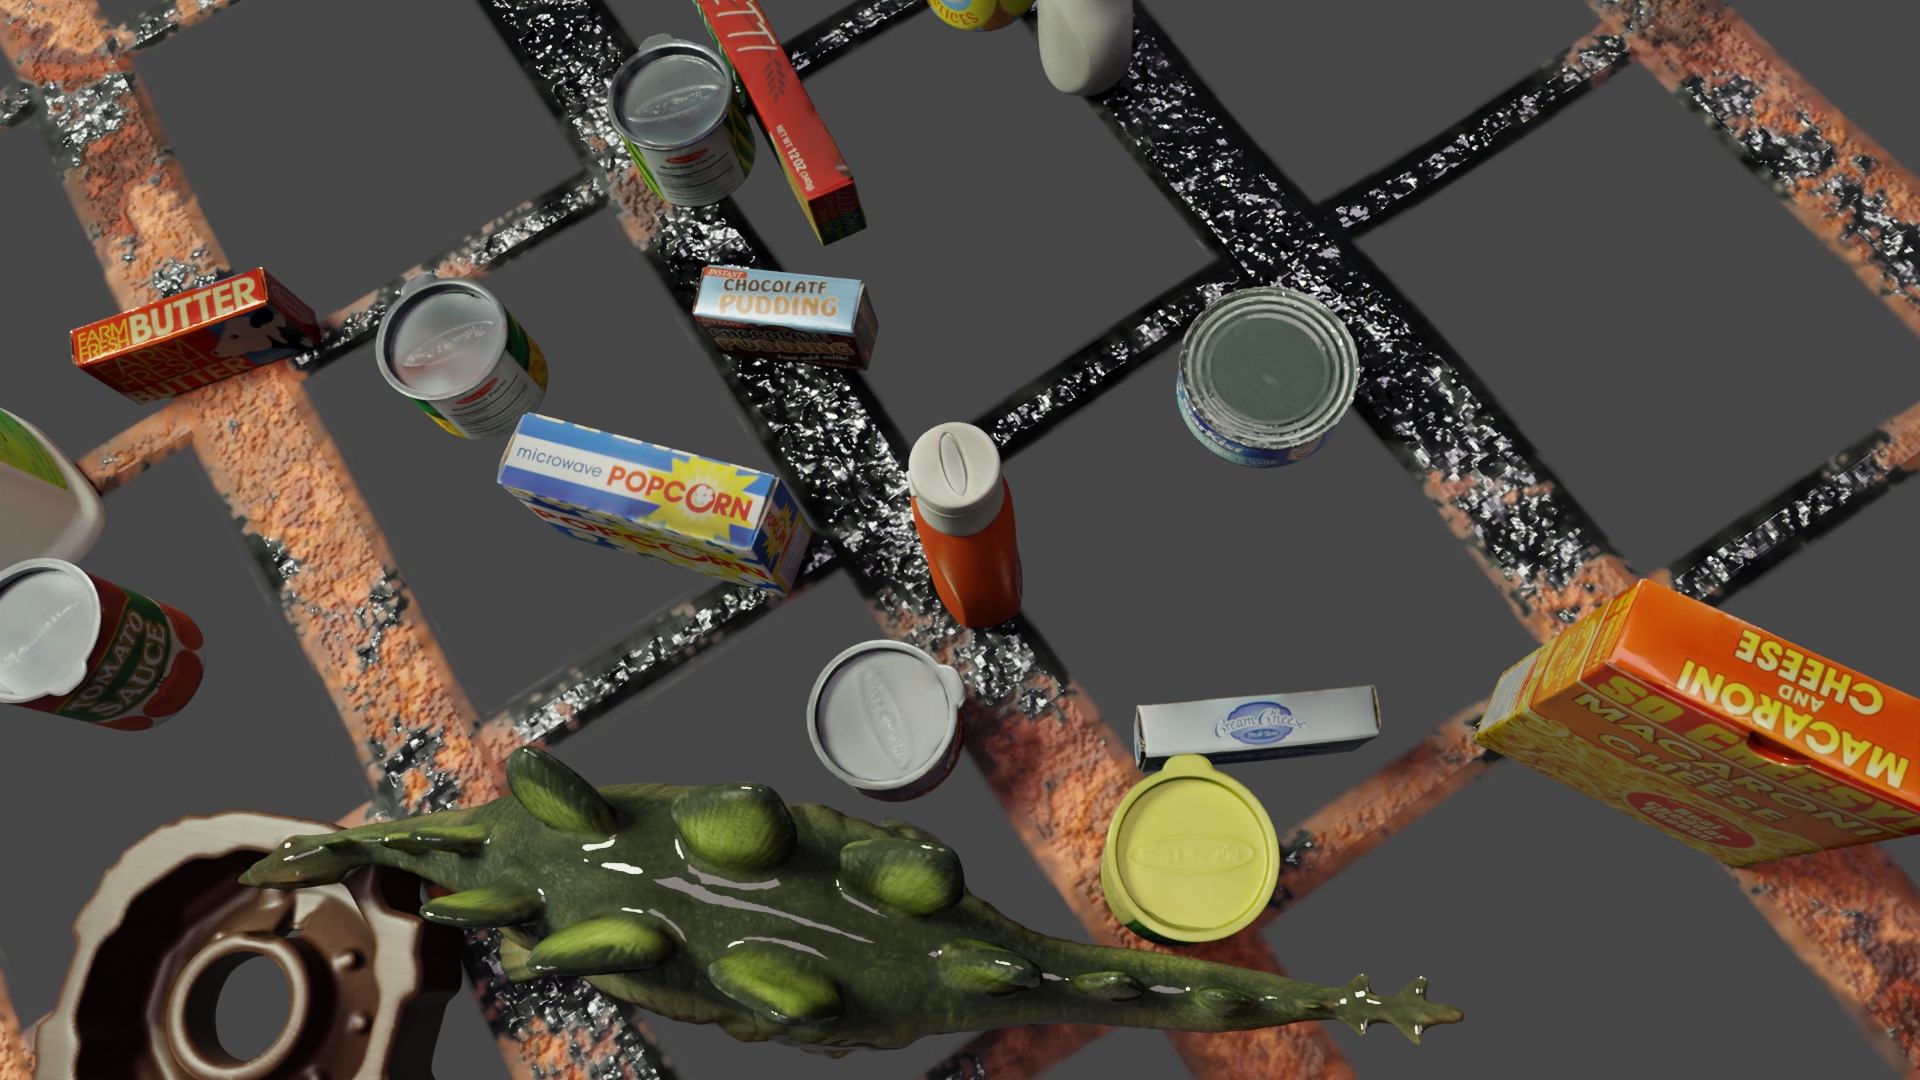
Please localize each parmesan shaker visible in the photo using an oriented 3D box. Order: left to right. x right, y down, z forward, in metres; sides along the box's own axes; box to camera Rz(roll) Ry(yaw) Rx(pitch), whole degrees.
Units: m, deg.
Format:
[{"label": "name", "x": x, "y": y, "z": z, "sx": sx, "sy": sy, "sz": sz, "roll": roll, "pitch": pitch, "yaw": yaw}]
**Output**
[{"label": "parmesan shaker", "x": 0.093, "y": 0.132, "z": 0.583, "sx": 0.071, "sy": 0.103, "sz": 0.071, "roll": -1, "pitch": 73, "yaw": 4}]

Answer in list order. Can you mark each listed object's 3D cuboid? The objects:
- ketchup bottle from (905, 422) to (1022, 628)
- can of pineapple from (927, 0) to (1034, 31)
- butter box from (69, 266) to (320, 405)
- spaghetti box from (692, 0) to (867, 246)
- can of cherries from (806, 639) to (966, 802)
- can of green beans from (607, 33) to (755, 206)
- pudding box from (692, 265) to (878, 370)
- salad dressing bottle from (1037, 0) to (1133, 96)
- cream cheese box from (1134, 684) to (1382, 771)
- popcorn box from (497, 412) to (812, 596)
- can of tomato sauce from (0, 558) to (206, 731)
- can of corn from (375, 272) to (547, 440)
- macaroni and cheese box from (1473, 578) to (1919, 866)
[{"label": "ketchup bottle", "x": 0.002, "y": -0.008, "z": 0.611, "sx": 0.043, "sy": 0.148, "sz": 0.065, "roll": -16, "pitch": 72, "yaw": 0}, {"label": "can of pineapple", "x": 0.009, "y": -0.321, "z": 0.759, "sx": 0.071, "sy": 0.057, "sz": 0.071, "roll": -1, "pitch": 72, "yaw": 4}, {"label": "butter box", "x": -0.396, "y": -0.105, "z": 0.722, "sx": 0.103, "sy": 0.053, "sz": 0.024, "roll": -19, "pitch": 72, "yaw": -2}, {"label": "spaghetti box", "x": -0.117, "y": -0.273, "z": 0.757, "sx": 0.029, "sy": 0.050, "sz": 0.250, "roll": -26, "pitch": 72, "yaw": -4}, {"label": "can of cherries", "x": -0.030, "y": 0.083, "z": 0.631, "sx": 0.071, "sy": 0.058, "sz": 0.071, "roll": -1, "pitch": 72, "yaw": 4}, {"label": "can of green beans", "x": -0.146, "y": -0.220, "z": 0.738, "sx": 0.071, "sy": 0.057, "sz": 0.071, "roll": -1, "pitch": 72, "yaw": 4}, {"label": "pudding box", "x": -0.087, "y": -0.113, "z": 0.703, "sx": 0.084, "sy": 0.049, "sz": 0.030, "roll": 8, "pitch": 73, "yaw": 7}, {"label": "salad dressing bottle", "x": 0.062, "y": -0.284, "z": 0.696, "sx": 0.044, "sy": 0.147, "sz": 0.064, "roll": -26, "pitch": 73, "yaw": -4}, {"label": "cream cheese box", "x": 0.130, "y": 0.085, "z": 0.621, "sx": 0.104, "sy": 0.053, "sz": 0.024, "roll": -6, "pitch": 72, "yaw": 3}, {"label": "popcorn box", "x": -0.142, "y": -0.016, "z": 0.658, "sx": 0.127, "sy": 0.085, "sz": 0.038, "roll": 15, "pitch": 74, "yaw": 9}, {"label": "can of tomato sauce", "x": -0.410, "y": 0.052, "z": 0.657, "sx": 0.071, "sy": 0.083, "sz": 0.071, "roll": -1, "pitch": 73, "yaw": 4}, {"label": "can of corn", "x": -0.252, "y": -0.093, "z": 0.705, "sx": 0.071, "sy": 0.058, "sz": 0.071, "roll": -1, "pitch": 72, "yaw": 4}, {"label": "macaroni and cheese box", "x": 0.291, "y": 0.079, "z": 0.552, "sx": 0.124, "sy": 0.166, "sz": 0.040, "roll": 26, "pitch": 77, "yaw": 12}]
